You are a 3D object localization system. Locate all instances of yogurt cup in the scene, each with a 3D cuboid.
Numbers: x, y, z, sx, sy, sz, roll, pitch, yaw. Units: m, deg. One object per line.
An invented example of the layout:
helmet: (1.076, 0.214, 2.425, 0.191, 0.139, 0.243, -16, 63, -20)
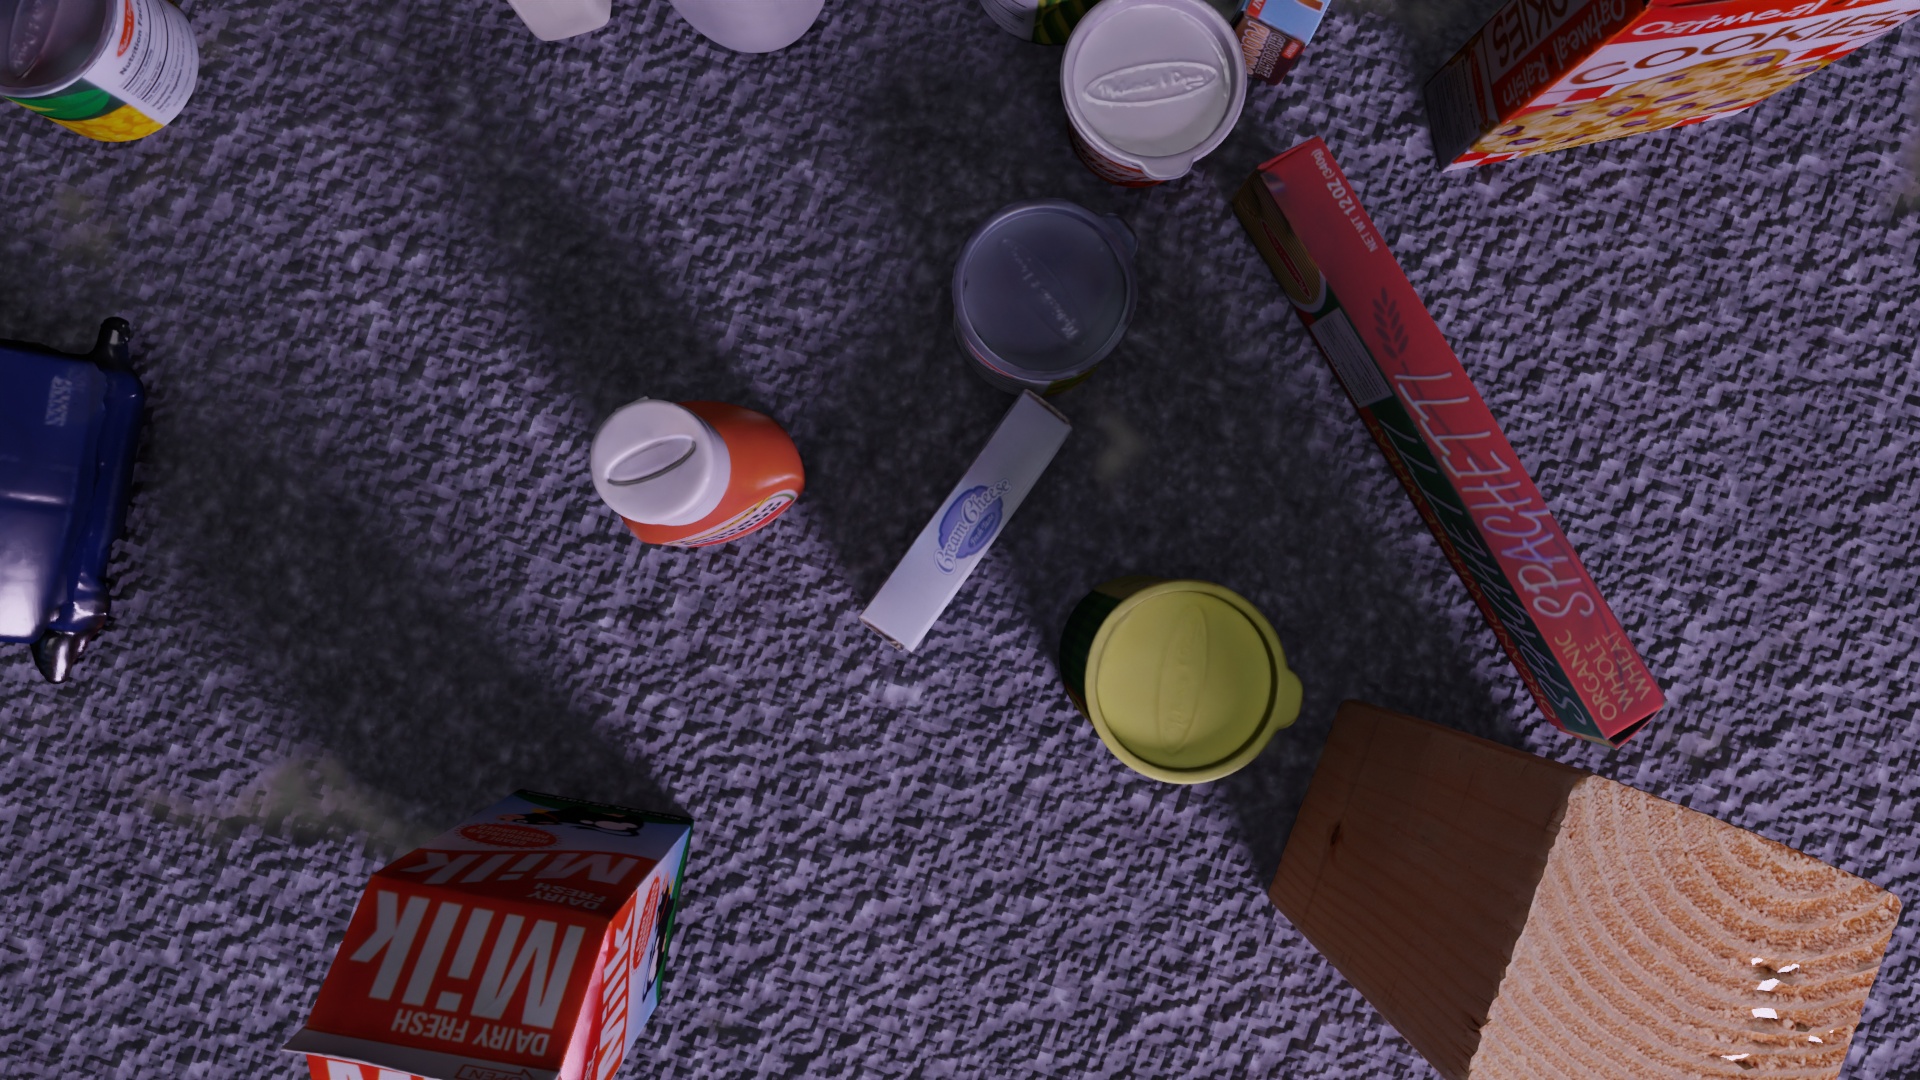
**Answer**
yogurt cup: (0.070, -0.168, 0.528, 0.072, 0.054, 0.072, 0, 89, -1)

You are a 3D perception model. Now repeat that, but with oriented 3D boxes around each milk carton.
milk carton: (-0.142, 0.137, 0.448, 0.072, 0.190, 0.073, 11, 89, -1)

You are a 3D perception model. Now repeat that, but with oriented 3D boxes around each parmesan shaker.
parmesan shaker: (0.075, 0.047, 0.498, 0.071, 0.103, 0.071, 0, 89, -1)

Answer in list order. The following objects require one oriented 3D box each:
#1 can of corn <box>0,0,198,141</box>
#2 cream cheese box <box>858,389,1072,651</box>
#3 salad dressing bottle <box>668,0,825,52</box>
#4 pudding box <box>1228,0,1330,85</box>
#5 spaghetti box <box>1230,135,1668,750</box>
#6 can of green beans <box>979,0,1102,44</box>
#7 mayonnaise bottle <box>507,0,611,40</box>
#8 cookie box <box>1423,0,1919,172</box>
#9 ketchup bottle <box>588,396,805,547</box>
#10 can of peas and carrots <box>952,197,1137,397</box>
can of corn: (-0.334, -0.190, 0.519, 0.071, 0.058, 0.071, 0, 89, -1)
cream cheese box: (0.002, -0.007, 0.523, 0.024, 0.053, 0.104, 36, 88, 0)
salad dressing bottle: (-0.080, -0.216, 0.480, 0.064, 0.147, 0.044, -6, 89, -1)
pudding box: (0.132, -0.224, 0.533, 0.030, 0.049, 0.083, 26, 88, 0)
spaghetti box: (0.183, -0.036, 0.528, 0.029, 0.050, 0.250, -31, 89, -1)
can of green beans: (0.037, -0.230, 0.527, 0.071, 0.058, 0.071, 0, 89, -1)
mayonnaise bottle: (-0.159, -0.228, 0.478, 0.041, 0.148, 0.064, -15, 89, -1)
cookie box: (0.249, -0.177, 0.475, 0.123, 0.167, 0.040, -11, 89, -1)
ketchup bottle: (-0.091, -0.023, 0.474, 0.065, 0.149, 0.043, -24, 90, -1)
can of peas and carrots: (0.032, -0.091, 0.523, 0.071, 0.058, 0.071, 0, 89, -1)
